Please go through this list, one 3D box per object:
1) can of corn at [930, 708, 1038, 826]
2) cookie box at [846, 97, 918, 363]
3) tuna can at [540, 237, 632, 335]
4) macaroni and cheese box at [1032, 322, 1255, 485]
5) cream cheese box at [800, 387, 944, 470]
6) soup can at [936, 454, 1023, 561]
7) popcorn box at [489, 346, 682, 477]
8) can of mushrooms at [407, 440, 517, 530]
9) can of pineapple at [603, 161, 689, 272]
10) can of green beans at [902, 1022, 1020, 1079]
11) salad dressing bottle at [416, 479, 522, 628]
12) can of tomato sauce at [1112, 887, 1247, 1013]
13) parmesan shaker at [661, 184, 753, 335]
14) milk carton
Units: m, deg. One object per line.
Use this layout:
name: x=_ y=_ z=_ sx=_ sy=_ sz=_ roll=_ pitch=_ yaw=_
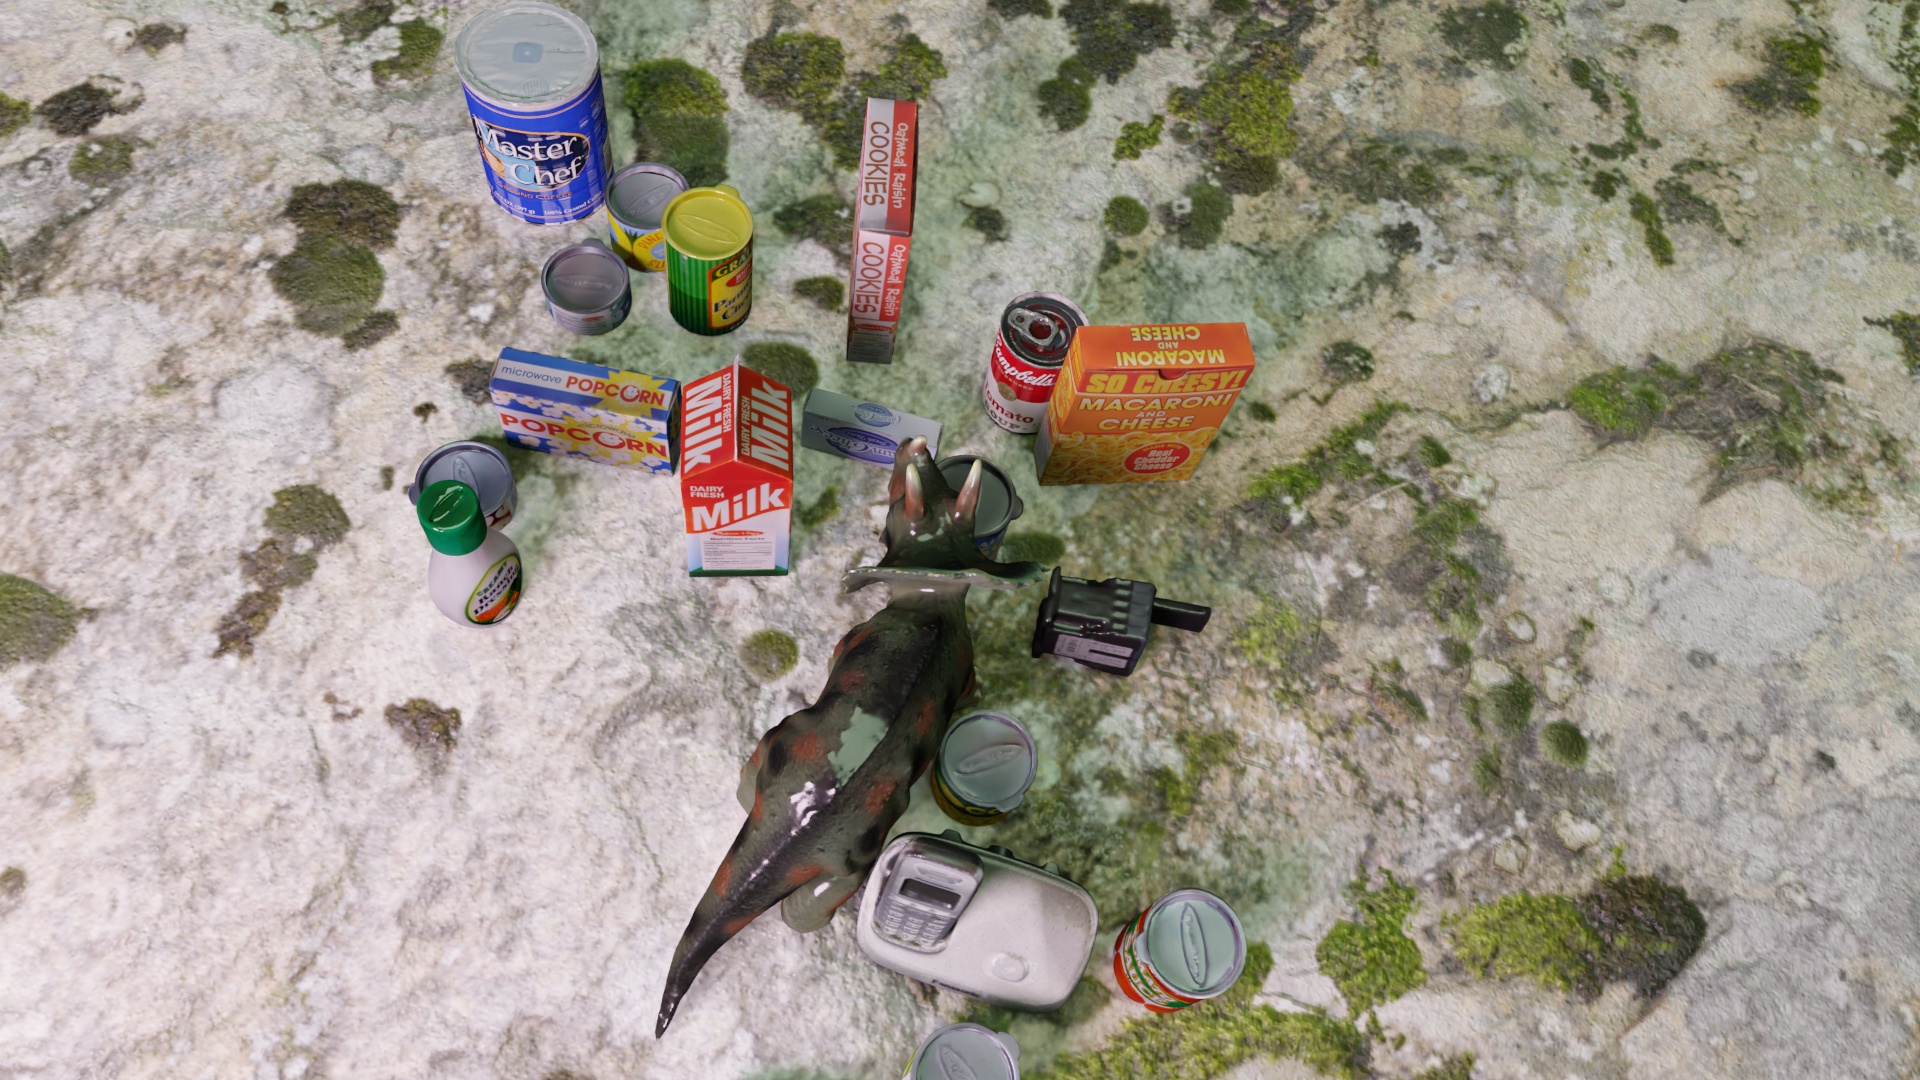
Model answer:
can of corn: x=0.016 y=0.156 z=0.935 sx=0.071 sy=0.058 sz=0.071 roll=3 pitch=64 yaw=-7
cookie box: x=-0.060 y=-0.230 z=1.051 sx=0.040 sy=0.166 sz=0.123 roll=4 pitch=64 yaw=-6
tuna can: x=-0.288 y=-0.196 z=1.075 sx=0.071 sy=0.032 sz=0.071 roll=3 pitch=64 yaw=-7
macaroni and cheese box: x=0.130 y=-0.096 z=1.015 sx=0.124 sy=0.165 sz=0.040 roll=-3 pitch=65 yaw=-10
cream cheese box: x=-0.067 y=-0.080 z=1.041 sx=0.104 sy=0.053 sz=0.024 roll=15 pitch=63 yaw=-1
soup can: x=0.004 y=-0.013 z=1.001 sx=0.071 sy=0.083 sz=0.071 roll=3 pitch=64 yaw=-7
popcorn box: x=-0.266 y=-0.091 z=0.998 sx=0.127 sy=0.085 sz=0.038 roll=11 pitch=64 yaw=-3
can of mushrooms: x=-0.353 y=-0.035 z=0.986 sx=0.071 sy=0.033 sz=0.071 roll=3 pitch=64 yaw=-7
can of pineapple: x=-0.244 y=-0.253 z=1.096 sx=0.071 sy=0.057 sz=0.071 roll=3 pitch=64 yaw=-7
can of green beans: x=-0.001 y=0.332 z=0.847 sx=0.071 sy=0.057 sz=0.071 roll=3 pitch=64 yaw=-7
salad dressing bottle: x=-0.321 y=0.010 z=0.906 sx=0.044 sy=0.147 sz=0.064 roll=33 pitch=64 yaw=8
can of tomato sauce: x=0.136 y=0.264 z=0.887 sx=0.071 sy=0.082 sz=0.071 roll=3 pitch=64 yaw=-7
parmesan shaker: x=-0.190 y=-0.212 z=1.059 sx=0.071 sy=0.102 sz=0.071 roll=3 pitch=64 yaw=-7
milk carton: x=-0.150 y=-0.045 z=0.935 sx=0.073 sy=0.189 sz=0.072 roll=0 pitch=65 yaw=-9
